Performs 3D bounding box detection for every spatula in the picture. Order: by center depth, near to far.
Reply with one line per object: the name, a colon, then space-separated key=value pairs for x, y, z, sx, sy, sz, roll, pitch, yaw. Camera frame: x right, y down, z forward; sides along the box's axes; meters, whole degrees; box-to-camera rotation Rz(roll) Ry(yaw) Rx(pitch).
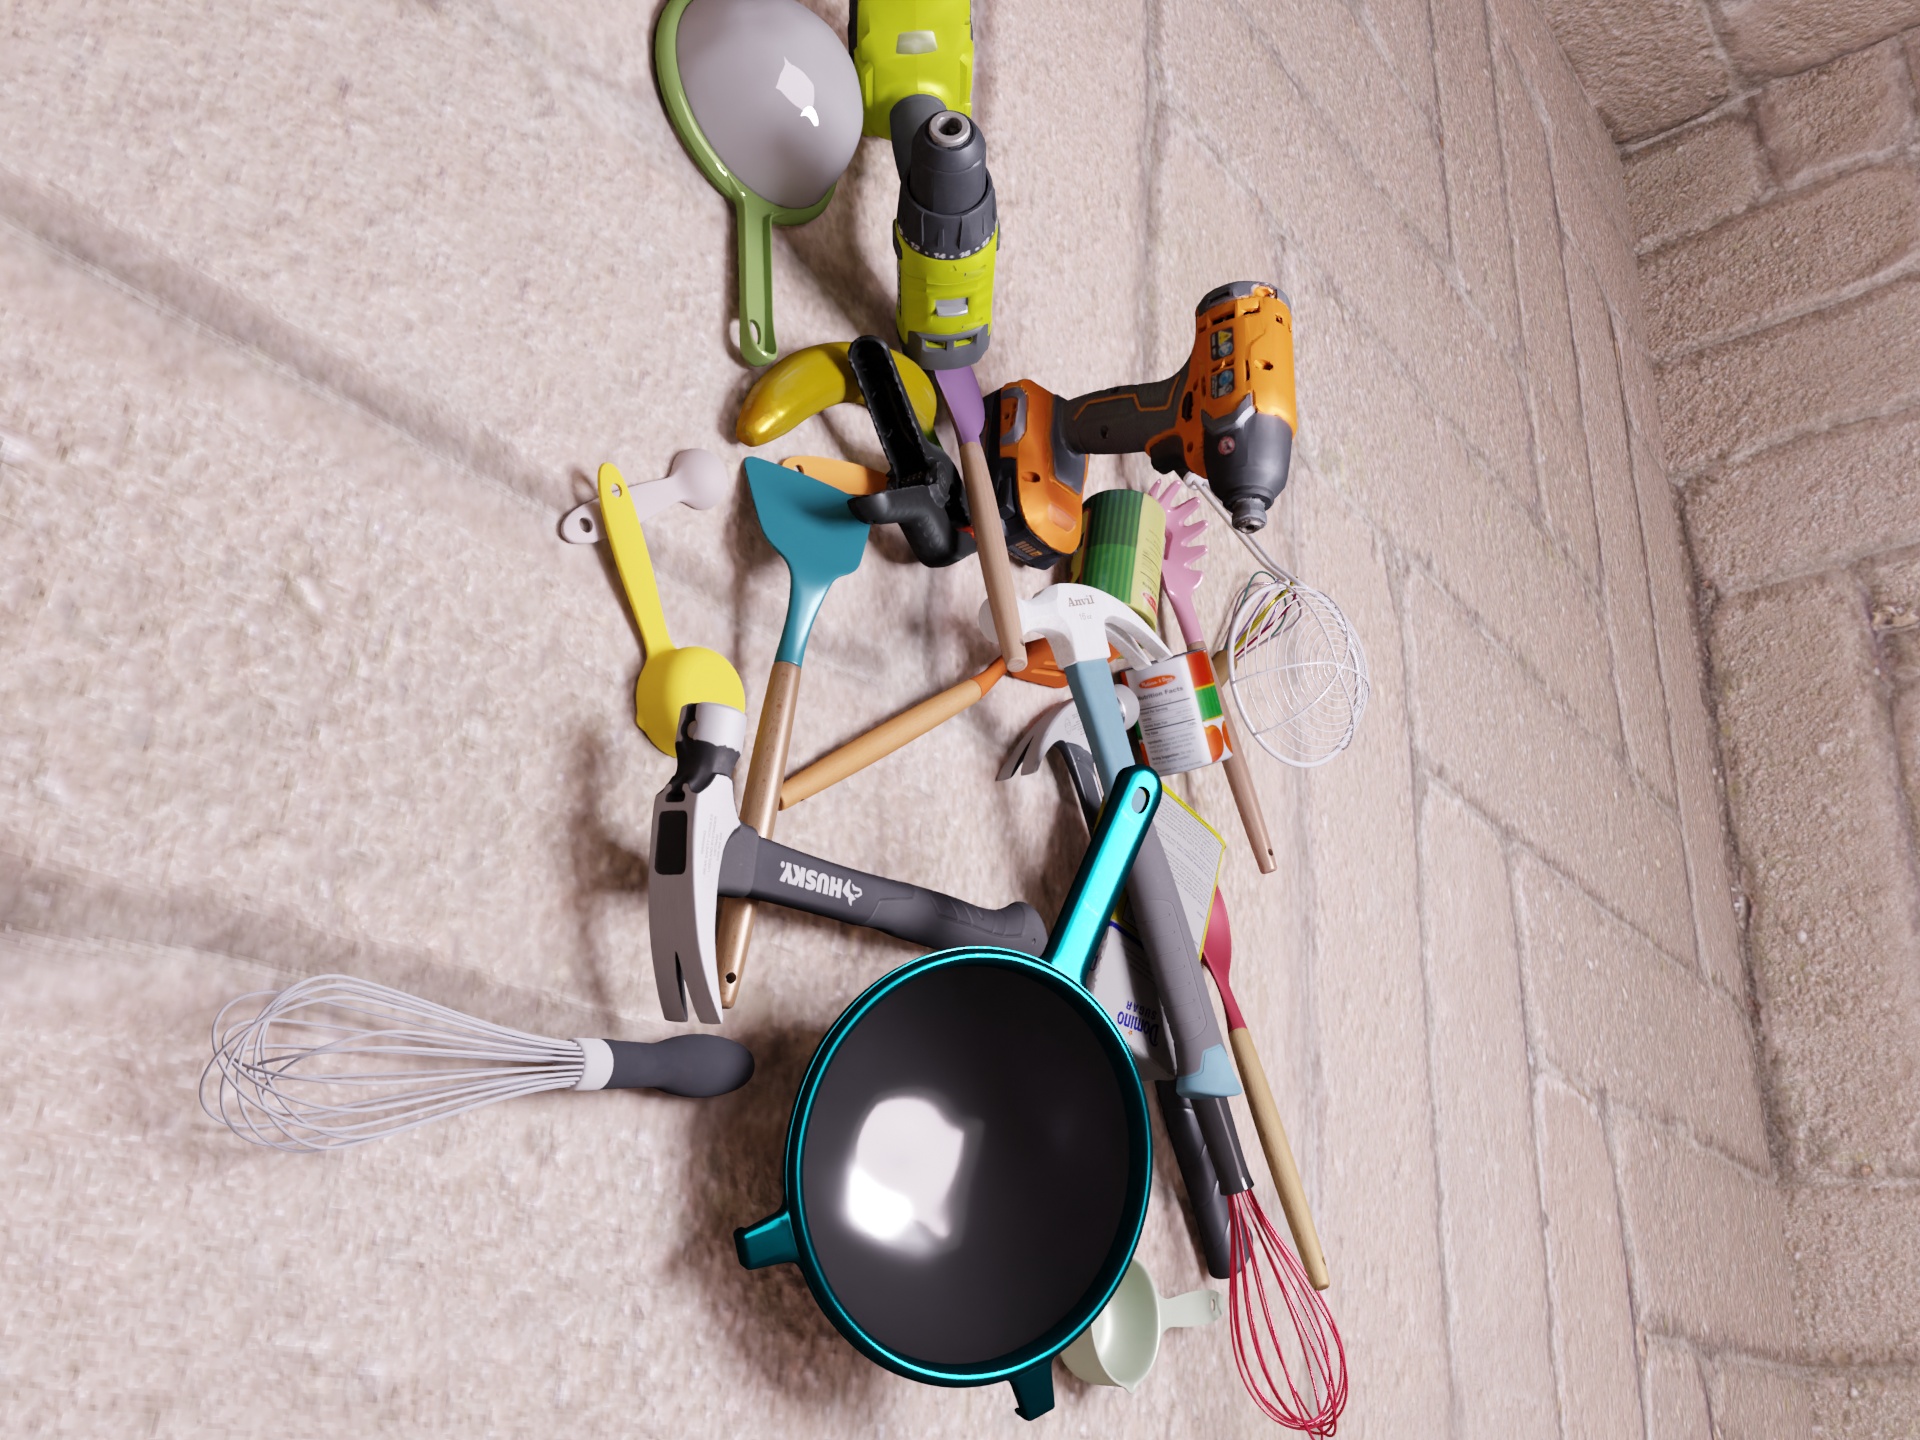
spatula: x=-0.100 y=-0.002 z=0.854 sx=0.082 sy=0.044 sz=0.318 roll=20 pitch=66 yaw=-26
spatula: x=-0.002 y=-0.003 z=0.975 sx=0.322 sy=0.081 sz=0.041 roll=-30 pitch=88 yaw=-48
spatula: x=0.011 y=-0.152 z=1.002 sx=0.059 sy=0.018 sz=0.316 roll=36 pitch=33 yaw=-41

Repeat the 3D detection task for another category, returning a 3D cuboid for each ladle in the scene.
ladle: x=0.199 y=0.237 z=1.090 sx=0.069 sy=0.031 sz=0.316 roll=42 pitch=26 yaw=-42

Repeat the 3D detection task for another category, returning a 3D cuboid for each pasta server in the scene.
pasta server: x=0.193 y=-0.036 z=1.217 sx=0.060 sy=0.040 sz=0.316 roll=-2 pitch=69 yaw=-37

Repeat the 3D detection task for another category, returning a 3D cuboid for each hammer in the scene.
hammer: x=-0.045 y=0.104 z=0.860 sx=0.334 sy=0.035 sz=0.146 roll=26 pitch=65 yaw=-54
hammer: x=0.108 y=0.074 z=0.982 sx=0.128 sy=0.033 sz=0.331 roll=-11 pitch=82 yaw=-40
hammer: x=0.127 y=0.183 z=1.087 sx=0.149 sy=0.036 sz=0.409 roll=-20 pitch=94 yaw=-53

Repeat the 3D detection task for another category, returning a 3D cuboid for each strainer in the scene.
strainer: x=0.016 y=0.172 z=0.847 sx=0.210 sy=0.095 sz=0.340 roll=36 pitch=64 yaw=-20
strainer: x=-0.104 y=-0.333 z=0.942 sx=0.151 sy=0.069 sz=0.256 roll=20 pitch=60 yaw=-48

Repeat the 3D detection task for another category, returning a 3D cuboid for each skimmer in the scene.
skimmer: x=0.187 y=-0.120 z=1.176 sx=0.127 sy=0.090 sz=0.364 roll=8 pitch=38 yaw=-33

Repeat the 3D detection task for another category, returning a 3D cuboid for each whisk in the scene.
whisk: x=-0.184 y=0.145 z=0.675 sx=0.284 sy=0.070 sz=0.070 roll=17 pitch=64 yaw=-54
whisk: x=0.188 y=0.327 z=1.046 sx=0.073 sy=0.073 sz=0.296 roll=-8 pitch=78 yaw=-54
whisk: x=0.227 y=-0.062 z=1.305 sx=0.245 sy=0.047 sz=0.051 roll=-45 pitch=115 yaw=-47

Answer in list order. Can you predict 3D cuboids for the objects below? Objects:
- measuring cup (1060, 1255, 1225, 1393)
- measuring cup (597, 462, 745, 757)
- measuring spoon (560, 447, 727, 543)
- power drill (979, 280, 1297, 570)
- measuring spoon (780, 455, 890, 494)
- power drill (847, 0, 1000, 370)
measuring cup: x=0.113 y=0.372 z=0.998 sx=0.167 sy=0.038 sz=0.083 roll=20 pitch=62 yaw=-51
measuring cup: x=-0.149 y=-0.057 z=0.806 sx=0.062 sy=0.029 sz=0.156 roll=-29 pitch=106 yaw=-52
measuring spoon: x=-0.161 y=-0.116 z=0.830 sx=0.124 sy=0.018 sz=0.034 roll=-37 pitch=107 yaw=-51
power drill: x=0.114 y=-0.174 z=1.038 sx=0.084 sy=0.226 sz=0.164 roll=26 pitch=57 yaw=-46
measuring spoon: x=-0.069 y=-0.147 z=0.973 sx=0.116 sy=0.011 sz=0.021 roll=-1 pitch=85 yaw=-49
power drill: x=-0.019 y=-0.359 z=0.980 sx=0.190 sy=0.080 sz=0.229 roll=94 pitch=-11 yaw=-67
